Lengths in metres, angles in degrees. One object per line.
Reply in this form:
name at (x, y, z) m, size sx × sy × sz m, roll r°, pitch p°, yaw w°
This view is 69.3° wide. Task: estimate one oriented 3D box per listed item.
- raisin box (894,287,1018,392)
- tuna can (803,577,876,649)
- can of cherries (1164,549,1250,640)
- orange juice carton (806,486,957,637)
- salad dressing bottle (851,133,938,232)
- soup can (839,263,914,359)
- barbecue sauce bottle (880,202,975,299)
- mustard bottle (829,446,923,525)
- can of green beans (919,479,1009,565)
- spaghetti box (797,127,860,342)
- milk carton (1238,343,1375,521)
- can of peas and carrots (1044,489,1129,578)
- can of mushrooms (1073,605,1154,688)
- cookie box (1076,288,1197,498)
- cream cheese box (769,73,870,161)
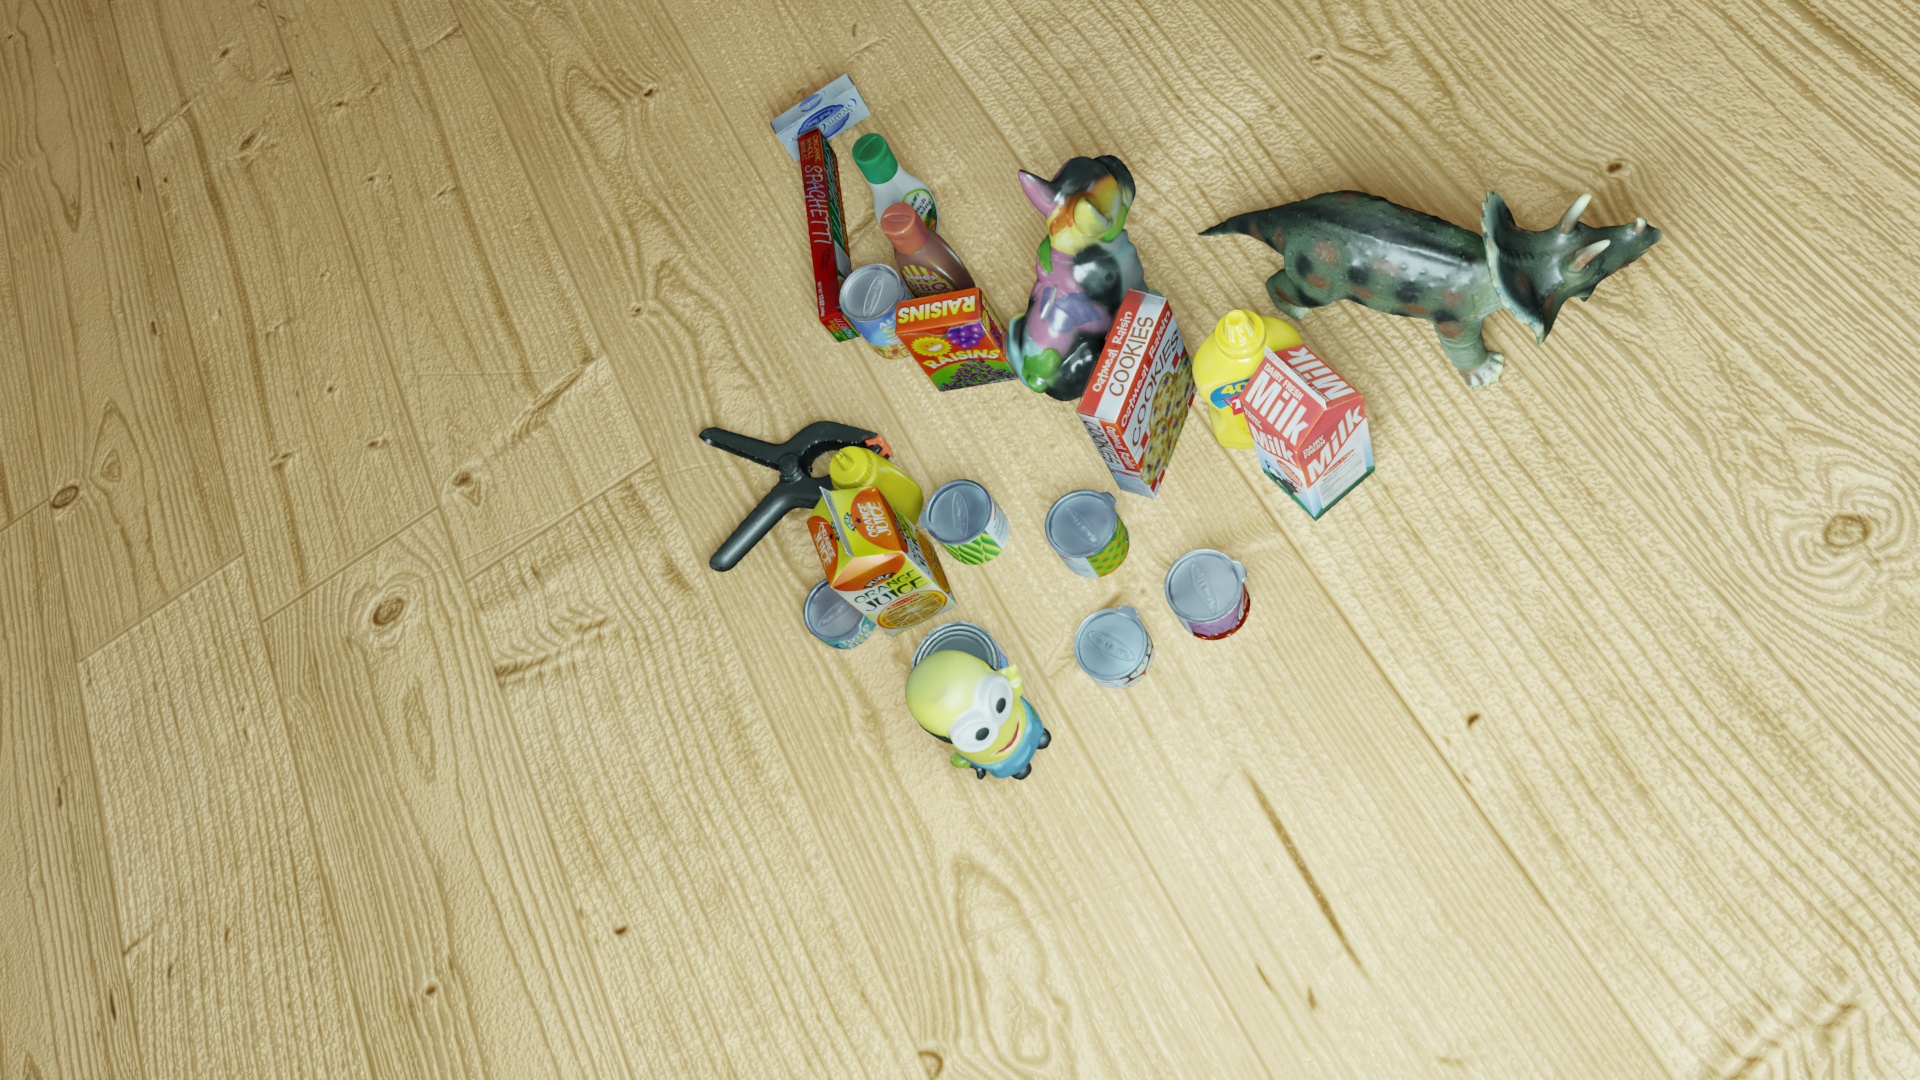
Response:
raisin box at (-0.002, -0.192, 1.344) m, size 0.086 × 0.123 × 0.040 m, roll -7°, pitch 67°, yaw 18°
tuna can at (-0.112, 0.071, 1.326) m, size 0.071 × 0.032 × 0.071 m, roll -7°, pitch 67°, yaw 17°
can of cherries at (0.217, 0.047, 1.202) m, size 0.071 × 0.058 × 0.072 m, roll -7°, pitch 67°, yaw 17°
orange juice carton at (-0.076, 0.016, 1.245) m, size 0.073 × 0.192 × 0.072 m, roll -27°, pitch 62°, yaw 8°
salad dressing bottle at (-0.068, -0.358, 1.423) m, size 0.044 × 0.147 × 0.064 m, roll 36°, pitch 84°, yaw 28°
soup can at (-0.074, -0.230, 1.408) m, size 0.071 × 0.083 × 0.071 m, roll -7°, pitch 67°, yaw 17°
barbecue sauce bottle at (-0.036, -0.280, 1.378) m, size 0.065 × 0.148 × 0.044 m, roll 6°, pitch 72°, yaw 22°
mustard bottle at (-0.085, -0.052, 1.295) m, size 0.049 × 0.160 × 0.065 m, roll 22°, pitch 78°, yaw 26°
can of green beans at (0.007, -0.016, 1.305) m, size 0.071 × 0.057 × 0.071 m, roll -7°, pitch 67°, yaw 17°
spaghetti box at (-0.142, -0.330, 1.493) m, size 0.028 × 0.050 × 0.251 m, roll -16°, pitch 64°, yaw 14°
milk carton at (0.290, -0.096, 1.160) m, size 0.073 × 0.190 × 0.072 m, roll -41°, pitch 61°, yaw 1°
can of peas and carrots at (0.118, -0.007, 1.261) m, size 0.071 × 0.058 × 0.071 m, roll -7°, pitch 67°, yaw 17°
can of mushrooms at (0.137, 0.094, 1.226) m, size 0.071 × 0.033 × 0.071 m, roll -7°, pitch 67°, yaw 17°
cookie box at (0.160, -0.127, 1.233) m, size 0.040 × 0.167 × 0.123 m, roll 17°, pitch 75°, yaw 25°
cream cheese box at (-0.156, -0.473, 1.556) m, size 0.104 × 0.053 × 0.024 m, roll -31°, pitch 62°, yaw 6°
